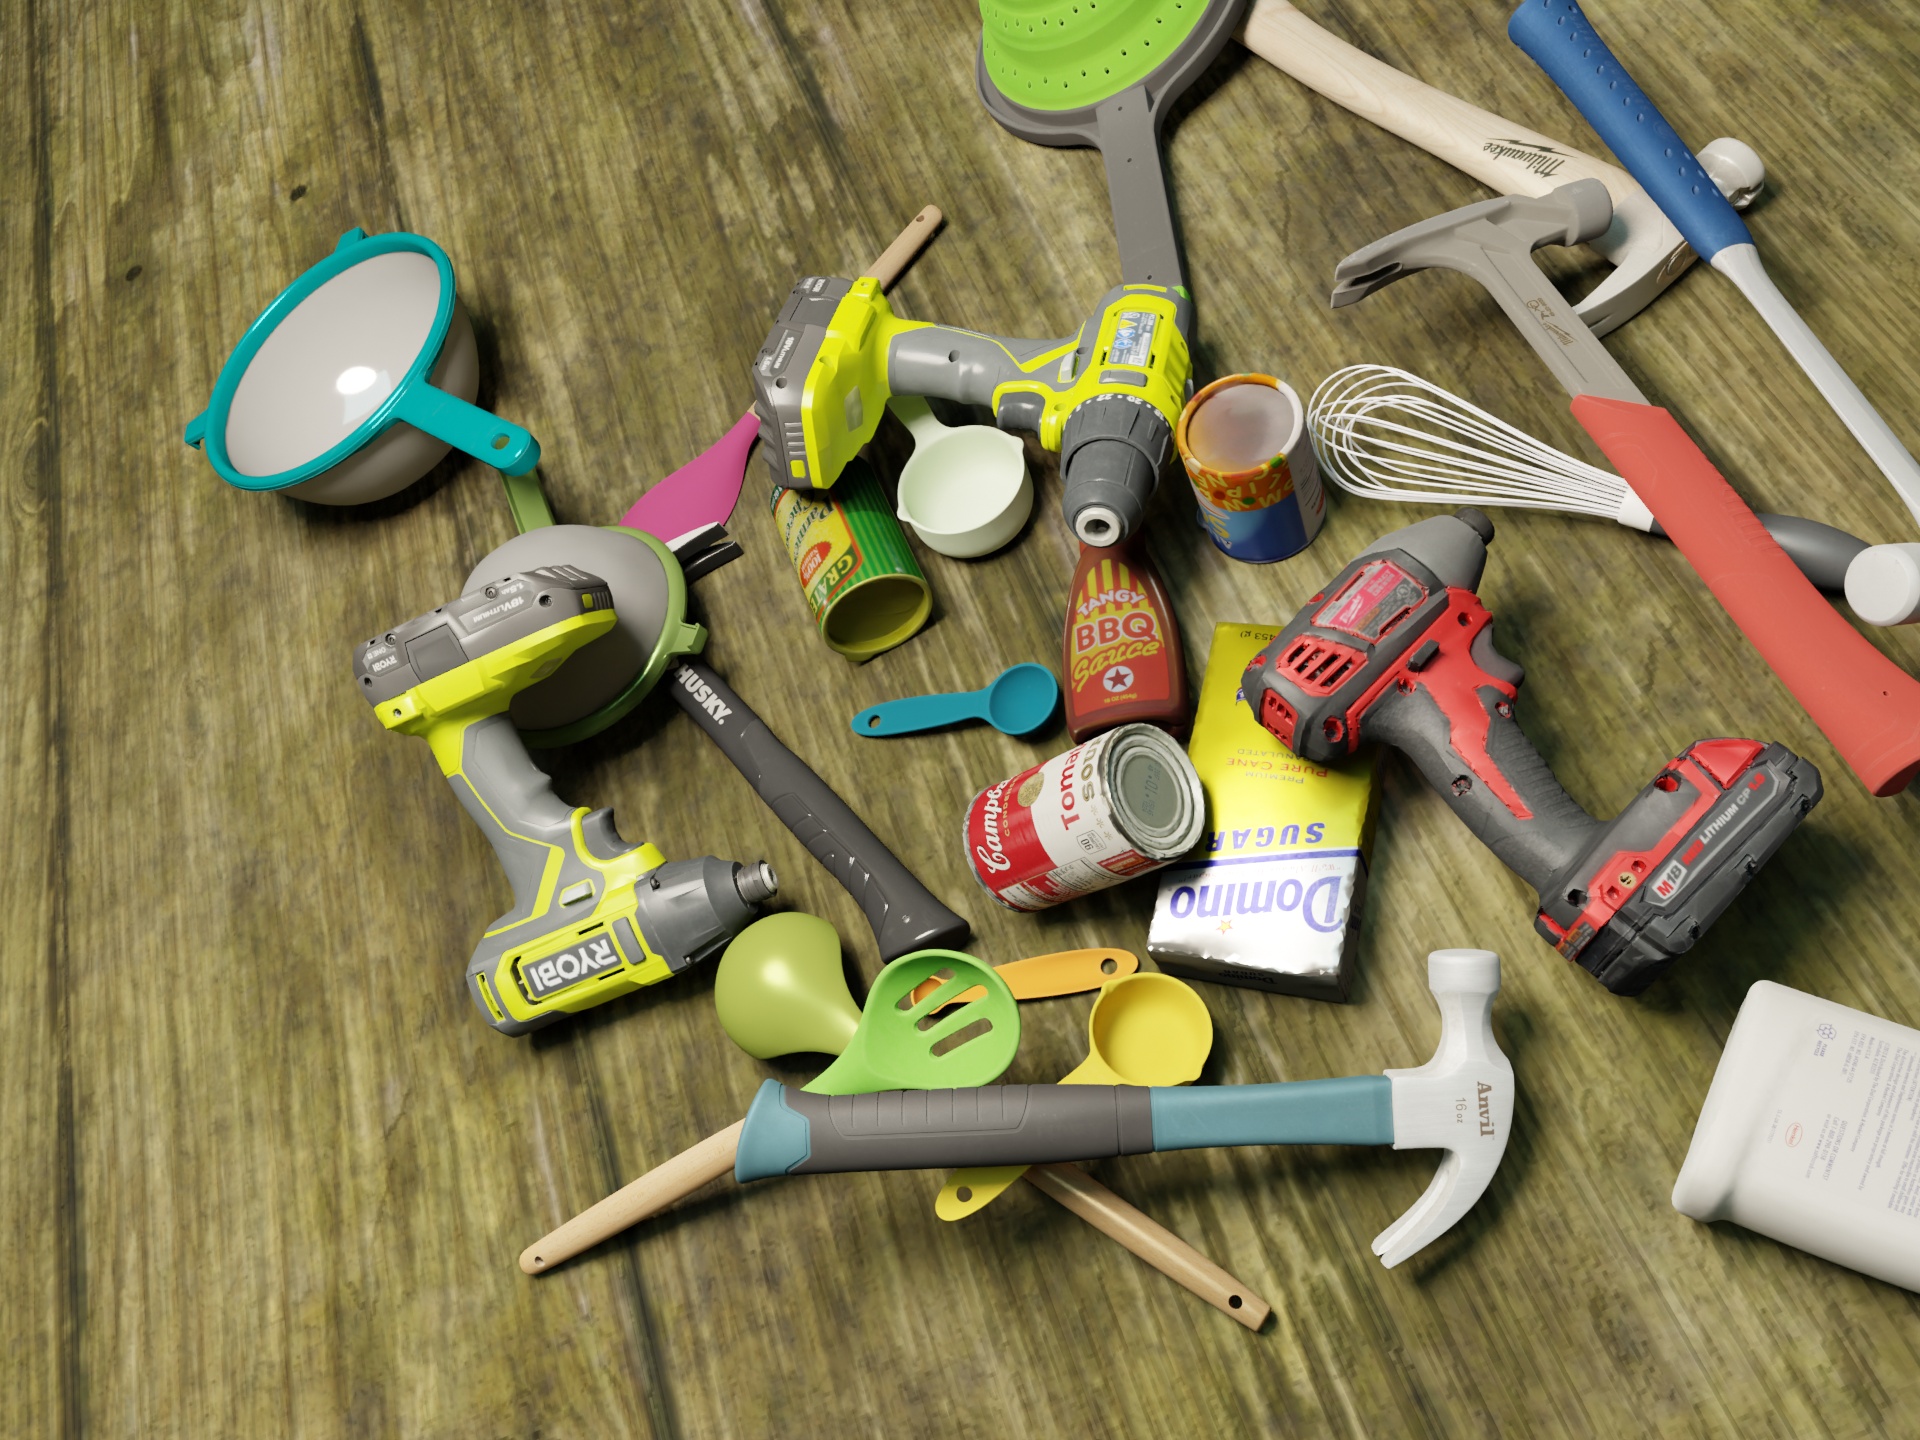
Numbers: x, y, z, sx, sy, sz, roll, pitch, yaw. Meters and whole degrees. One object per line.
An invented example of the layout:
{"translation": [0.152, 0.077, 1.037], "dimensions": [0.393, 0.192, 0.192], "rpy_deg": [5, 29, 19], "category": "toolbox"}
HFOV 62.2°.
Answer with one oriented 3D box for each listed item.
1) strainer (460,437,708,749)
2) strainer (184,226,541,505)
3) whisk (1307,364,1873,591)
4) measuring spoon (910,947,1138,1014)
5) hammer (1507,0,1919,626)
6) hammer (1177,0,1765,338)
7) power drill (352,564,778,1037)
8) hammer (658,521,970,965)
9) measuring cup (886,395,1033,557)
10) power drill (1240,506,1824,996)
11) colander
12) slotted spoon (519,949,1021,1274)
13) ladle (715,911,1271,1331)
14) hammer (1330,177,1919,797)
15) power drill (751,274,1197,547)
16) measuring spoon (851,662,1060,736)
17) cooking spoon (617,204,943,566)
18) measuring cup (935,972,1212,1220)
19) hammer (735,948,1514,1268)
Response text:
{"translation": [-0.259, -0.103, 0.952], "dimensions": [0.151, 0.069, 0.257], "rpy_deg": [-31, 56, 6], "category": "strainer"}
{"translation": [-0.359, -0.200, 1.053], "dimensions": [0.341, 0.095, 0.211], "rpy_deg": [27, 78, 36], "category": "strainer"}
{"translation": [0.306, -0.117, 0.790], "dimensions": [0.285, 0.070, 0.070], "rpy_deg": [22, 74, 24], "category": "whisk"}
{"translation": [0.032, 0.130, 0.794], "dimensions": [0.117, 0.011, 0.021], "rpy_deg": [-11, 69, 12], "category": "measuring spoon"}
{"translation": [0.382, -0.215, 0.766], "dimensions": [0.144, 0.035, 0.406], "rpy_deg": [-7, 58, -23], "category": "hammer"}
{"translation": [0.255, -0.362, 0.947], "dimensions": [0.146, 0.038, 0.411], "rpy_deg": [-42, 57, -2], "category": "hammer"}
{"translation": [-0.208, 0.038, 0.843], "dimensions": [0.171, 0.080, 0.223], "rpy_deg": [-23, 94, 11], "category": "power drill"}
{"translation": [-0.108, 0.016, 0.891], "dimensions": [0.146, 0.035, 0.335], "rpy_deg": [-45, 58, -4], "category": "hammer"}
{"translation": [-0.013, -0.160, 0.946], "dimensions": [0.083, 0.038, 0.168], "rpy_deg": [-32, 53, 1], "category": "measuring cup"}
{"translation": [0.250, 0.003, 0.707], "dimensions": [0.143, 0.078, 0.220], "rpy_deg": [-44, 68, -12], "category": "power drill"}
{"translation": [0.085, -0.409, 0.985], "dimensions": [0.204, 0.094, 0.397], "rpy_deg": [-18, 63, 26], "category": "colander"}
{"translation": [-0.099, 0.196, 0.760], "dimensions": [0.313, 0.031, 0.070], "rpy_deg": [-34, 93, 20], "category": "slotted spoon"}
{"translation": [0.007, 0.190, 0.760], "dimensions": [0.320, 0.062, 0.078], "rpy_deg": [29, 83, 24], "category": "ladle"}
{"translation": [0.317, -0.116, 0.739], "dimensions": [0.149, 0.036, 0.359], "rpy_deg": [-20, 59, -5], "category": "hammer"}
{"translation": [0.009, -0.170, 0.865], "dimensions": [0.228, 0.080, 0.191], "rpy_deg": [7, 47, 11], "category": "power drill"}
{"translation": [-0.001, -0.003, 0.875], "dimensions": [0.128, 0.021, 0.042], "rpy_deg": [-8, 62, 28], "category": "measuring spoon"}
{"translation": [-0.115, -0.213, 1.022], "dimensions": [0.069, 0.017, 0.319], "rpy_deg": [34, 80, 31], "category": "cooking spoon"}
{"translation": [0.051, 0.178, 0.729], "dimensions": [0.156, 0.029, 0.062], "rpy_deg": [-37, 63, -17], "category": "measuring cup"}
{"translation": [0.068, 0.170, 0.682], "dimensions": [0.331, 0.033, 0.128], "rpy_deg": [-3, 87, 3], "category": "hammer"}
